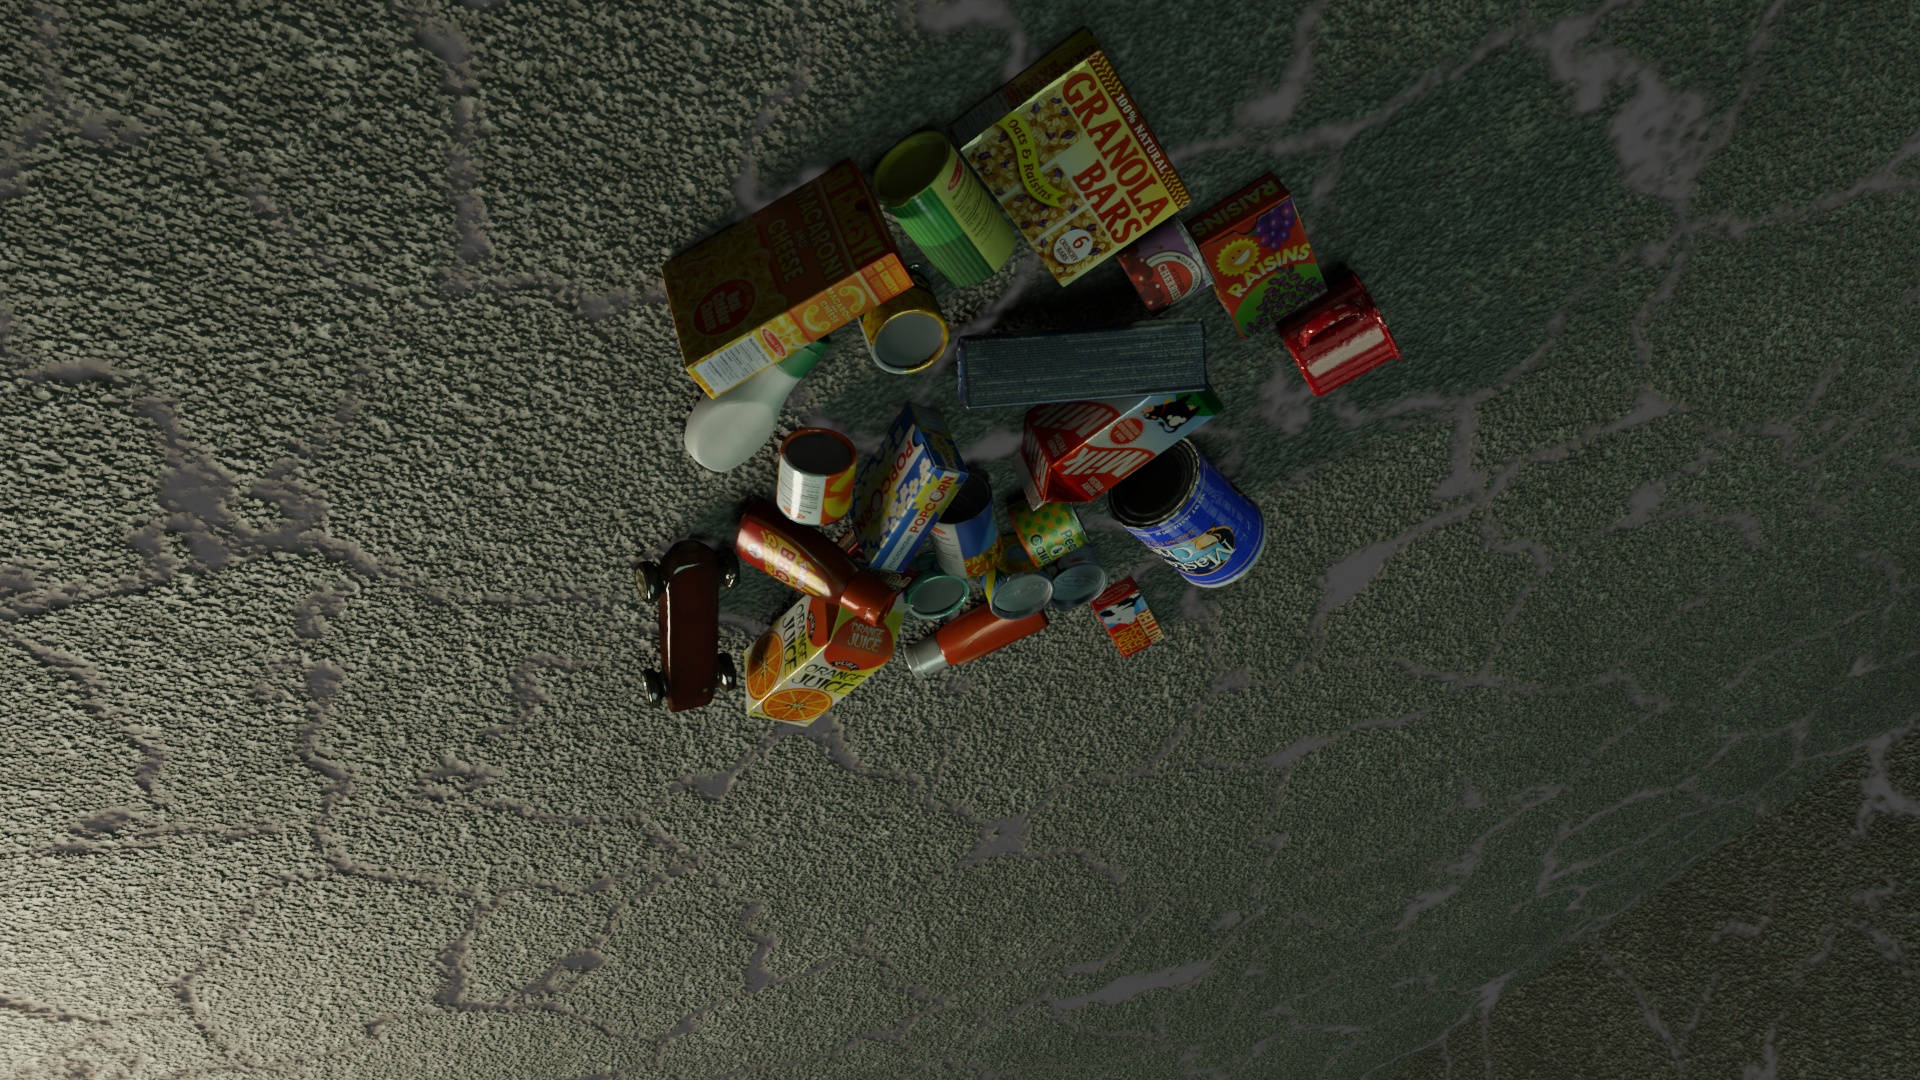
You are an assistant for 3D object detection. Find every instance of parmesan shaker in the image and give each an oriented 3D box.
[{"bbox_3d":[-0.012,-0.243,1.038,0.071,0.071,0.103,-32,138,12],"label":"parmesan shaker"}]

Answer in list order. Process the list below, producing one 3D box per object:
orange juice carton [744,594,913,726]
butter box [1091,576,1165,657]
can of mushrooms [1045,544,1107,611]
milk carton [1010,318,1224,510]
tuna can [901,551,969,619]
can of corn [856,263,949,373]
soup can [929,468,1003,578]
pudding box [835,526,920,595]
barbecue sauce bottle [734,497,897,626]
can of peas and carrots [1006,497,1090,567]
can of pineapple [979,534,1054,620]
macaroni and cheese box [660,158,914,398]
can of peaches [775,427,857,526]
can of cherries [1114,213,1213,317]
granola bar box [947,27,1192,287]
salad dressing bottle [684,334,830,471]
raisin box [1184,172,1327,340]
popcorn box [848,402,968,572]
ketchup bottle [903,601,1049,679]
[{"bbox_3d":[-0.127,0.100,1.323,0.072,0.073,0.191,18,138,-34],"label":"orange juice carton"},{"bbox_3d":[0.182,0.084,1.505,0.053,0.024,0.103,-28,139,6],"label":"butter box"},{"bbox_3d":[0.113,0.038,1.419,0.071,0.033,0.070,-13,138,-11],"label":"can of mushrooms"},{"bbox_3d":[0.131,-0.104,1.246,0.190,0.072,0.073,-35,138,15],"label":"milk carton"},{"bbox_3d":[-0.025,0.043,1.366,0.071,0.033,0.070,-12,138,-11],"label":"tuna can"},{"bbox_3d":[-0.045,-0.177,1.104,0.071,0.058,0.070,-12,138,-11],"label":"can of corn"},{"bbox_3d":[0.005,-0.016,1.292,0.071,0.071,0.083,-19,139,-3],"label":"soup can"},{"bbox_3d":[-0.085,0.024,1.322,0.049,0.030,0.083,-41,135,23],"label":"pudding box"},{"bbox_3d":[-0.127,0.023,1.226,0.149,0.044,0.064,30,136,10],"label":"barbecue sauce bottle"},{"bbox_3d":[0.085,-0.013,1.324,0.058,0.071,0.070,-27,139,7],"label":"can of peas and carrots"},{"bbox_3d":[0.053,0.034,1.371,0.071,0.058,0.070,-12,138,-11],"label":"can of pineapple"},{"bbox_3d":[-0.129,-0.191,1.003,0.166,0.124,0.040,-28,139,7],"label":"macaroni and cheese box"},{"bbox_3d":[-0.123,-0.057,1.195,0.071,0.071,0.057,-6,136,-18],"label":"can of peaches"},{"bbox_3d":[0.166,-0.223,1.135,0.058,0.072,0.071,-30,138,10],"label":"can of cherries"},{"bbox_3d":[0.086,-0.287,1.057,0.124,0.039,0.165,-33,138,13],"label":"granola bar box"},{"bbox_3d":[-0.164,-0.120,1.126,0.064,0.044,0.147,27,119,-39],"label":"salad dressing bottle"},{"bbox_3d":[0.252,-0.239,1.179,0.086,0.040,0.123,-29,138,10],"label":"raisin box"},{"bbox_3d":[-0.049,-0.045,1.222,0.038,0.085,0.126,11,129,-33],"label":"popcorn box"},{"bbox_3d":[0.015,0.097,1.431,0.149,0.044,0.064,-26,149,5],"label":"ketchup bottle"}]
